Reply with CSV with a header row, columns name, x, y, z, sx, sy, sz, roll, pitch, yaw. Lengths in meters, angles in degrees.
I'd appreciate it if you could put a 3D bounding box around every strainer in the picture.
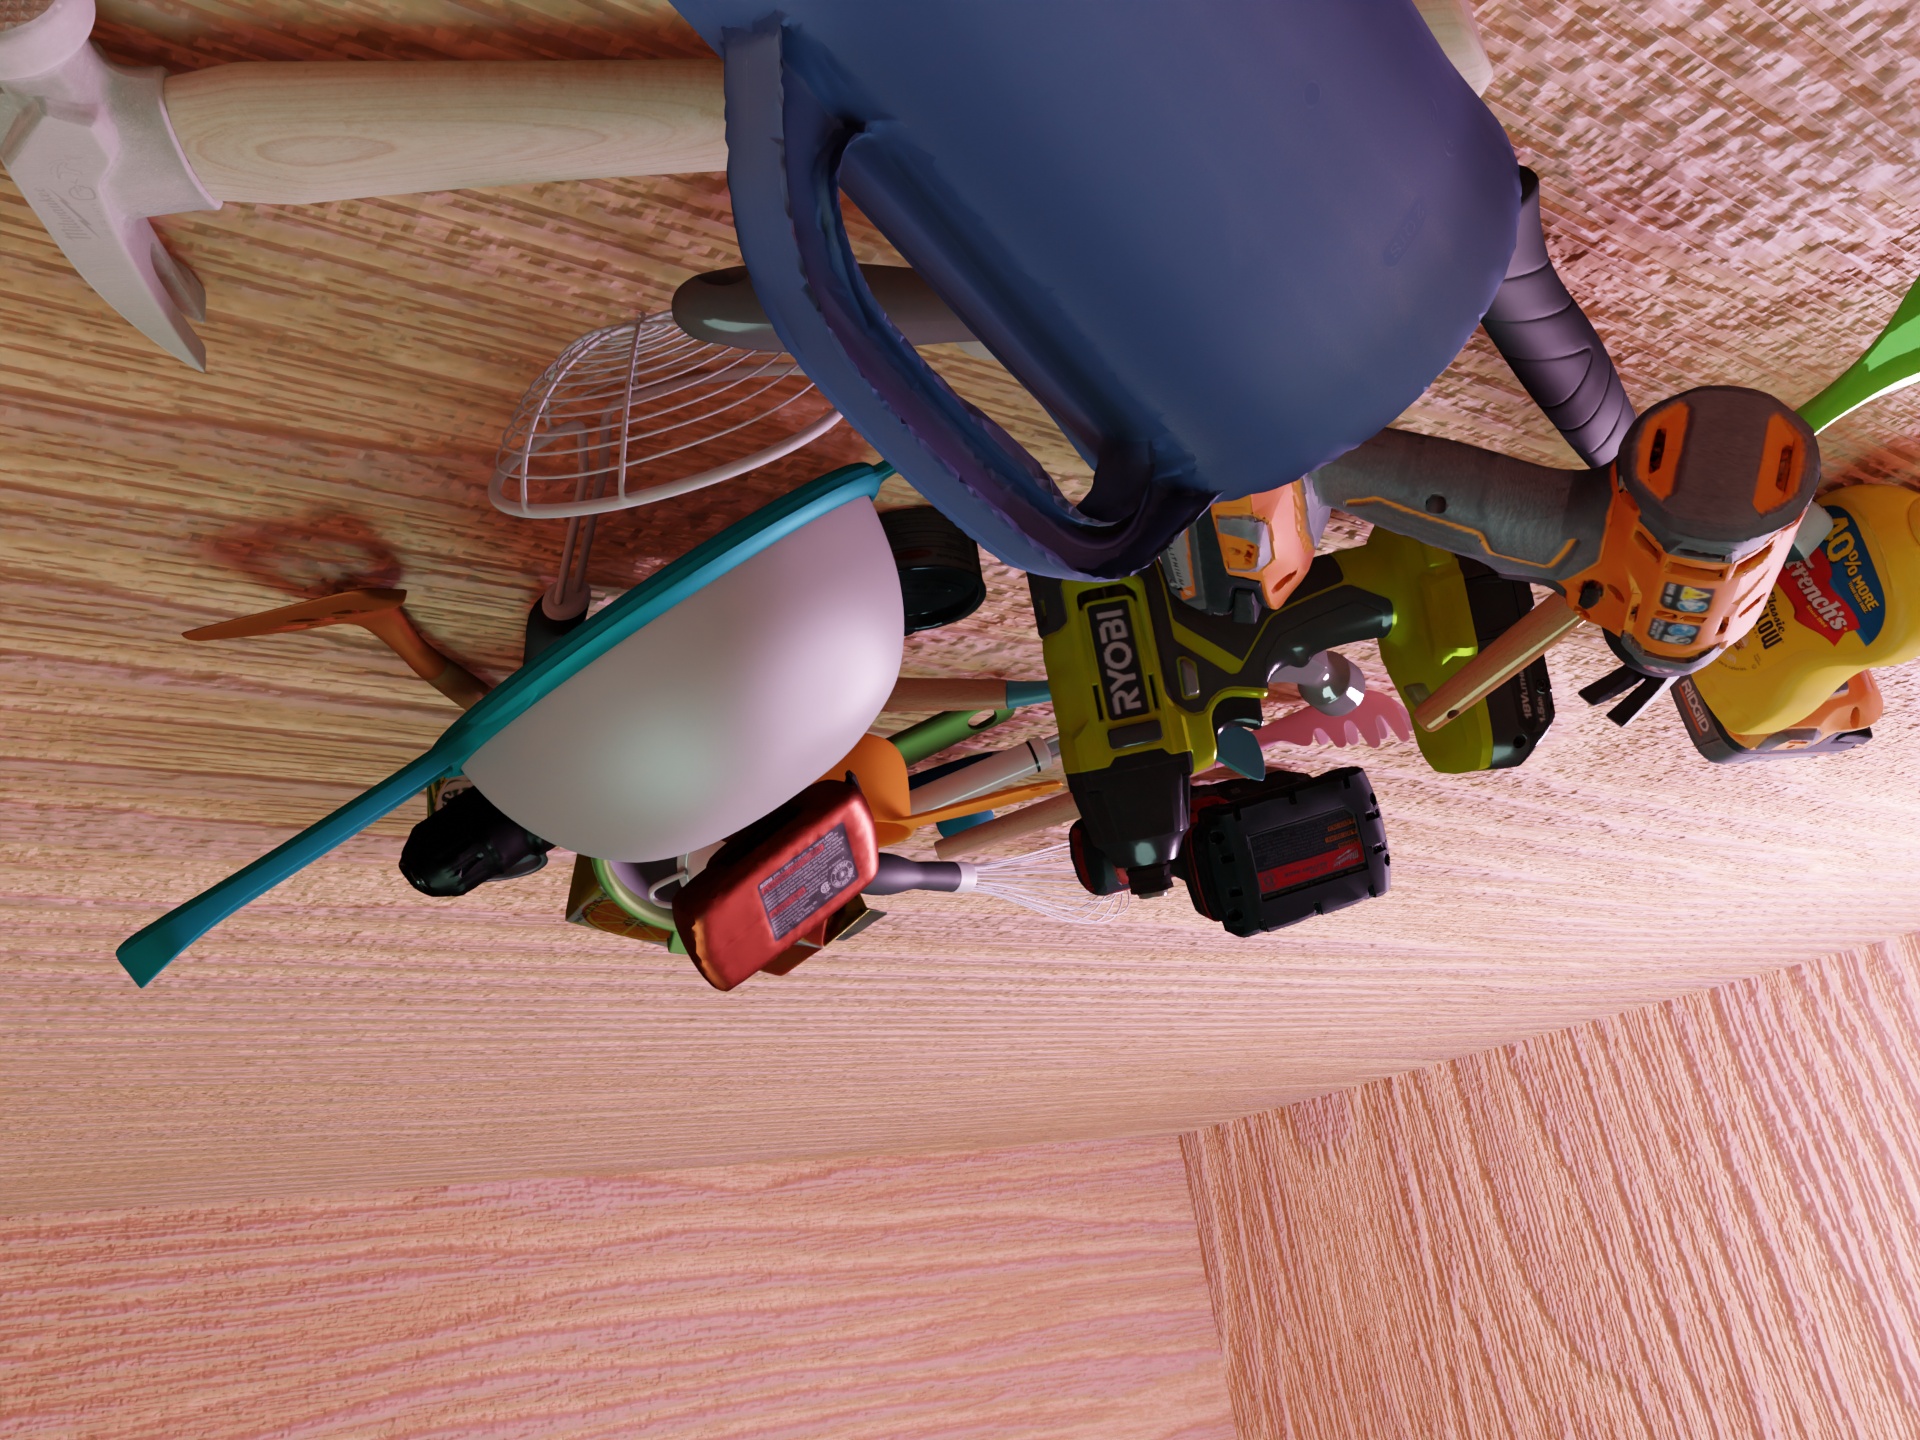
name,x,y,z,sx,sy,sz,roll,pitch,yaw
strainer,-0.134,0.023,0.596,0.211,0.095,0.340,-30,-173,48
strainer,-0.093,0.026,0.921,0.256,0.069,0.151,-25,132,0
strainer,-0.052,0.059,0.890,0.258,0.050,0.086,-23,117,-5

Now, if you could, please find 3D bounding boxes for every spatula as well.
name,x,y,z,sx,sy,sz,roll,pitch,yaw
spatula,-0.001,-0.003,0.833,0.317,0.044,0.082,1,-162,6
spatula,-0.249,-0.010,0.784,0.081,0.041,0.322,-13,159,7

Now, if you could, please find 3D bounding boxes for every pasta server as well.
name,x,y,z,sx,sy,sz,roll,pitch,yaw
pasta server,0.136,0.040,1.012,0.316,0.040,0.060,-19,-179,1

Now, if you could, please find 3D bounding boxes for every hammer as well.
name,x,y,z,sx,sy,sz,roll,pitch,yaw
hammer,-0.050,-0.171,0.462,0.410,0.038,0.146,-7,160,-7
hammer,0.031,0.020,0.971,0.405,0.035,0.144,-22,150,33
hammer,0.283,-0.111,0.691,0.149,0.036,0.408,-51,141,10

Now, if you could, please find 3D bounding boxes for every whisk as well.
name,x,y,z,sx,sy,sz,roll,pitch,yaw
whisk,0.021,-0.135,0.530,0.239,0.055,0.055,-7,160,-25
whisk,0.023,0.116,1.164,0.284,0.070,0.070,7,154,-40

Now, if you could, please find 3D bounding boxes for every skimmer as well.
name,x,y,z,sx,sy,sz,roll,pitch,yaw
skimmer,-0.140,-0.052,0.650,0.127,0.090,0.363,-31,172,-28

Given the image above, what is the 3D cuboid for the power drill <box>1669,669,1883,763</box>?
name,x,y,z,sx,sy,sz,roll,pitch,yaw
power drill,0.565,-0.057,0.948,0.185,0.084,0.226,-4,154,-19

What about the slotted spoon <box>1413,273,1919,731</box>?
name,x,y,z,sx,sy,sz,roll,pitch,yaw
slotted spoon,0.318,-0.095,0.661,0.313,0.031,0.070,-42,131,21

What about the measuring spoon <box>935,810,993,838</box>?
name,x,y,z,sx,sy,sz,roll,pitch,yaw
measuring spoon,0.003,0.061,1.089,0.042,0.021,0.128,-8,157,-1

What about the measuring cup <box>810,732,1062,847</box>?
name,x,y,z,sx,sy,sz,roll,pitch,yaw
measuring cup,-0.032,0.028,0.813,0.173,0.052,0.095,-13,163,21

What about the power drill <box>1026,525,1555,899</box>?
name,x,y,z,sx,sy,sz,roll,pitch,yaw
power drill,0.154,-0.018,0.755,0.223,0.171,0.080,-11,178,-7

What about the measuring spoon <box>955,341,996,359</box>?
name,x,y,z,sx,sy,sz,roll,pitch,yaw
measuring spoon,0.033,-0.131,0.619,0.034,0.018,0.124,-19,158,22

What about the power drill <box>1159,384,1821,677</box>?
name,x,y,z,sx,sy,sz,roll,pitch,yaw
power drill,0.195,-0.073,0.622,0.226,0.084,0.164,12,162,21

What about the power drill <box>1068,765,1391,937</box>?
name,x,y,z,sx,sy,sz,roll,pitch,yaw
power drill,0.192,0.073,1.047,0.188,0.080,0.227,-15,-176,-17
